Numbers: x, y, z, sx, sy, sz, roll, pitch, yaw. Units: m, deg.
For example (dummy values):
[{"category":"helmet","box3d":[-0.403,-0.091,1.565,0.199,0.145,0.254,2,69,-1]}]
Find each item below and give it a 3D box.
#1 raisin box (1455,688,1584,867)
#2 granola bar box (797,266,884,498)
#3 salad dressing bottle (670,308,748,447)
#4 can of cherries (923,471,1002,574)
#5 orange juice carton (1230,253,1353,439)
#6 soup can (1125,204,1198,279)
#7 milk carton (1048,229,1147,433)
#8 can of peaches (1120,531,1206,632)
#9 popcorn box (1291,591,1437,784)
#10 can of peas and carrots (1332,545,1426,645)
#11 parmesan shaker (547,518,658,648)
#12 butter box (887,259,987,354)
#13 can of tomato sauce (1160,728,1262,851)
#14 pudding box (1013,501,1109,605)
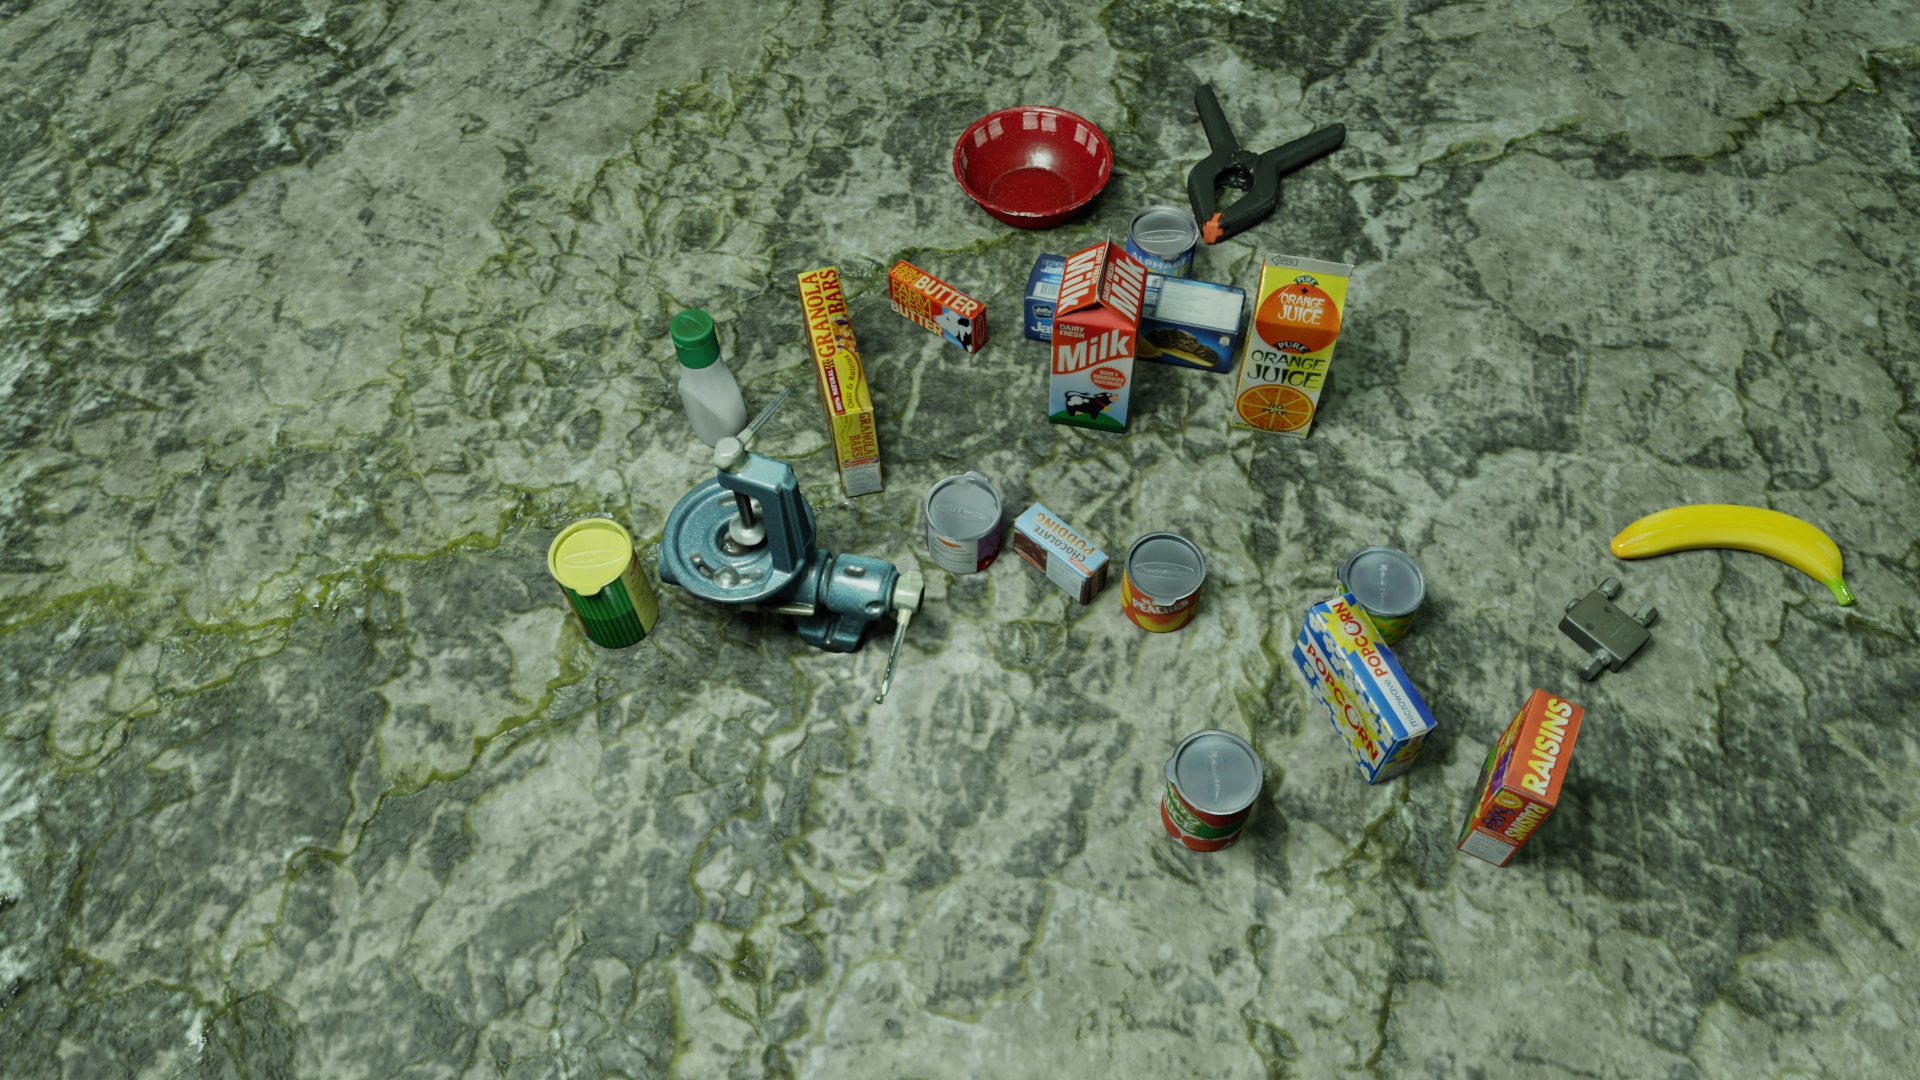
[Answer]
[{"category":"raisin box","box3d":[0.408,0.175,1.018,0.040,0.122,0.086,24,61,16]},{"category":"granola bar box","box3d":[-0.107,-0.139,1.231,0.039,0.123,0.166,-12,58,-6]},{"category":"salad dressing bottle","box3d":[-0.223,-0.141,1.222,0.064,0.147,0.044,34,65,21]},{"category":"can of cherries","box3d":[0.004,-0.015,1.188,0.071,0.058,0.072,-1,57,1]},{"category":"orange juice carton","box3d":[0.286,-0.177,1.206,0.072,0.191,0.073,10,59,8]},{"category":"soup can","box3d":[0.190,-0.266,1.329,0.071,0.083,0.071,-1,58,1]},{"category":"milk carton","box3d":[0.120,-0.180,1.213,0.073,0.189,0.073,9,58,7]},{"category":"can of peaches","box3d":[0.167,0.037,1.151,0.071,0.057,0.071,-1,57,1]},{"category":"popcorn box","box3d":[0.312,0.115,1.081,0.038,0.084,0.127,-19,59,-10]},{"category":"can of peas and carrots","box3d":[0.339,0.047,1.140,0.071,0.058,0.071,-1,57,1]},{"category":"parmesan shaker","box3d":[-0.290,0.039,1.134,0.071,0.102,0.071,-1,58,1]},{"category":"butter box","box3d":[-0.023,-0.223,1.325,0.103,0.053,0.024,32,64,20]},{"category":"can of tomato sauce","box3d":[0.184,0.189,1.038,0.071,0.082,0.071,-1,58,1]},{"category":"pudding box","box3d":[0.084,0.011,1.174,0.084,0.049,0.030,39,66,23]}]
